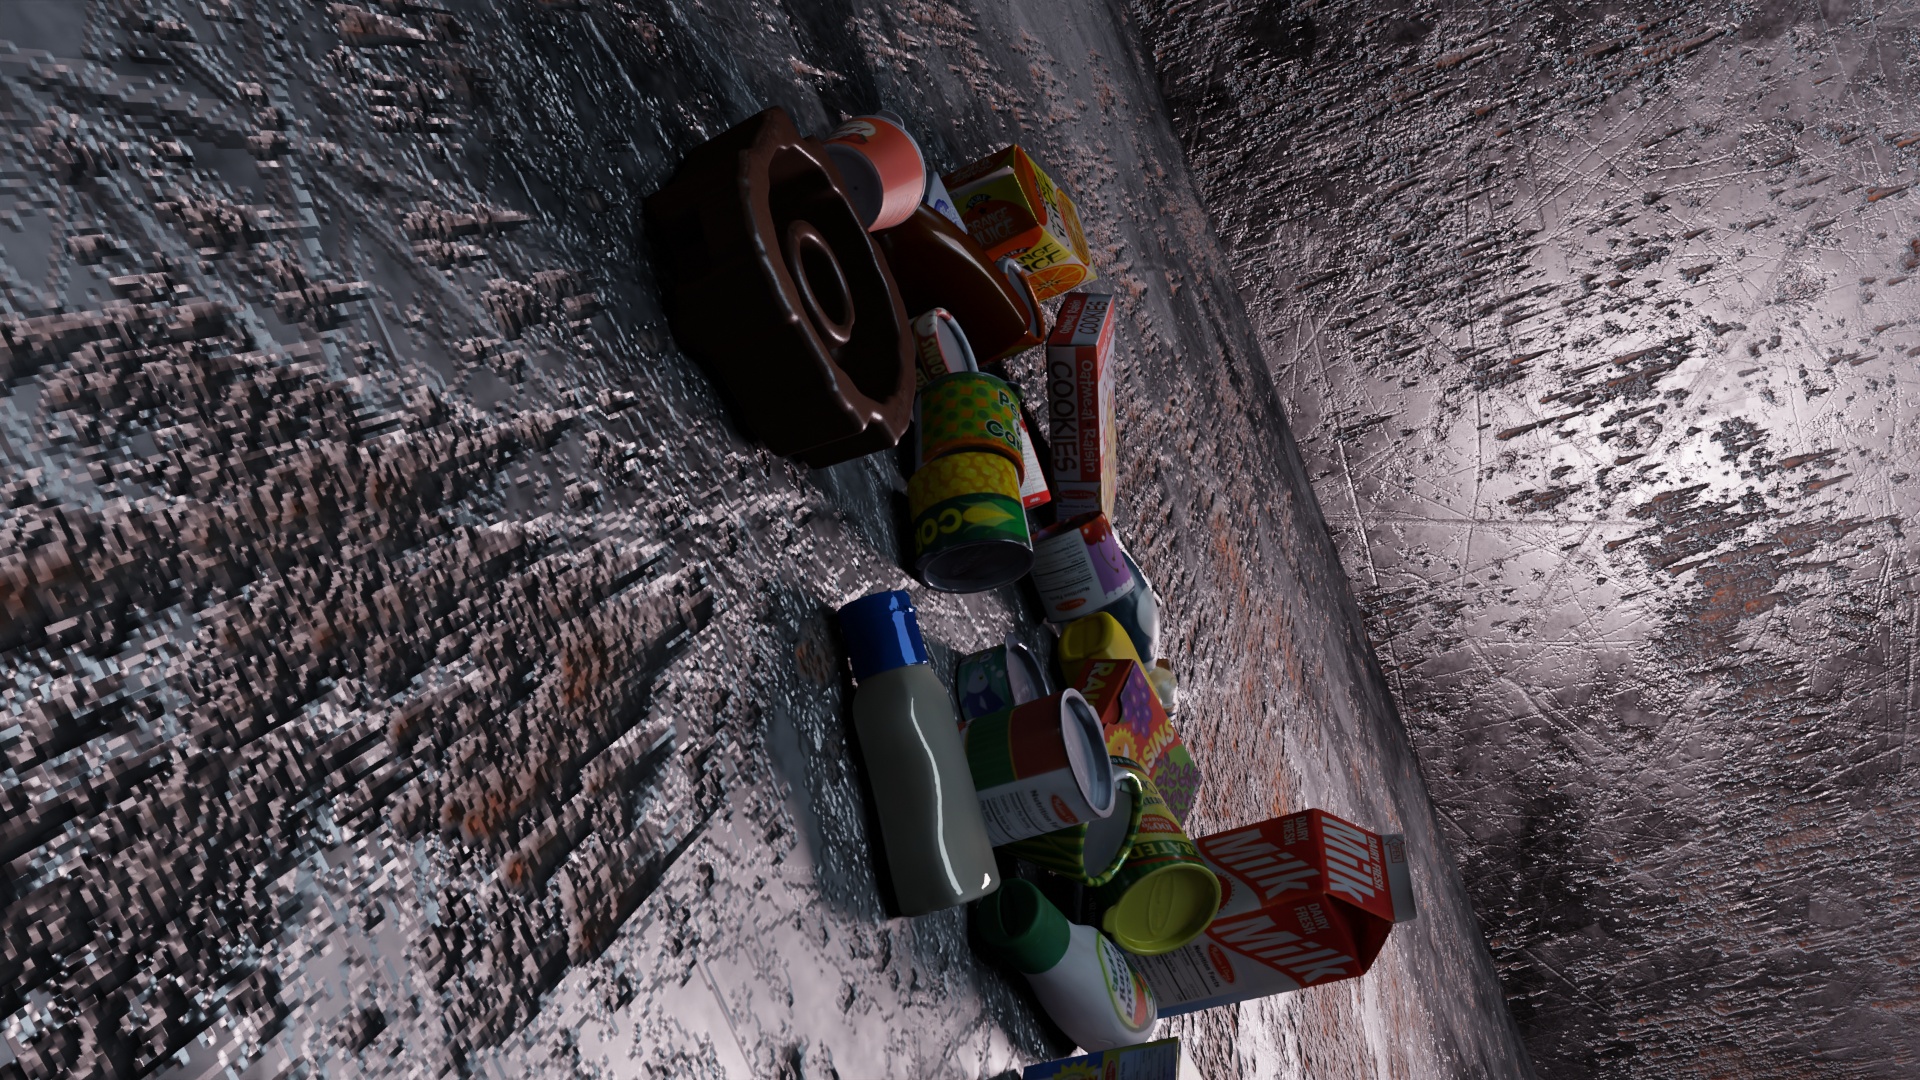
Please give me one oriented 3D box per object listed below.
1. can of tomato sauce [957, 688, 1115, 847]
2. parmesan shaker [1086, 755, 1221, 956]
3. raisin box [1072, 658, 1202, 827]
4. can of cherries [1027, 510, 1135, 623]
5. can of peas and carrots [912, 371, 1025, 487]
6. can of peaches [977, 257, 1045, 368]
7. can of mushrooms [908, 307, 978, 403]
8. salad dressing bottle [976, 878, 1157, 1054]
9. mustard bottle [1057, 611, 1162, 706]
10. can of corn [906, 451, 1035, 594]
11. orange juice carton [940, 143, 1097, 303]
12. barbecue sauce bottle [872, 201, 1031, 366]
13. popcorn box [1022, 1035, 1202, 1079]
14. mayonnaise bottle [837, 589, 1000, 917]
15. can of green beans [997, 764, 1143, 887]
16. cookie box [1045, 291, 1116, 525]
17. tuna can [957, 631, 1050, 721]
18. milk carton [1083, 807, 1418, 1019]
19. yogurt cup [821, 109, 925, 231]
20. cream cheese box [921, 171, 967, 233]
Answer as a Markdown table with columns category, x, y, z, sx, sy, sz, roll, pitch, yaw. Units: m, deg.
| category | x | y | z | sx | sy | sz | roll | pitch | yaw |
| --- | --- | --- | --- | --- | --- | --- | --- | --- | --- |
| can of tomato sauce | 0.028 | 0.117 | 0.706 | 0.071 | 0.083 | 0.071 | 53 | 26 | -40 |
| parmesan shaker | 0.097 | 0.181 | 0.809 | 0.071 | 0.071 | 0.103 | 57 | 1 | -33 |
| raisin box | 0.107 | 0.149 | 0.907 | 0.123 | 0.040 | 0.086 | 58 | 47 | -30 |
| can of cherries | 0.080 | 0.017 | 0.961 | 0.058 | 0.071 | 0.072 | 67 | 20 | -7 |
| can of peas and carrots | 0.007 | -0.059 | 0.835 | 0.070 | 0.071 | 0.059 | 49 | 29 | -45 |
| can of peaches | 0.022 | -0.158 | 0.986 | 0.071 | 0.058 | 0.071 | 53 | 26 | -39 |
| can of mushrooms | -0.016 | -0.111 | 0.881 | 0.071 | 0.033 | 0.071 | 54 | 26 | -40 |
| salad dressing bottle | 0.057 | 0.227 | 0.737 | 0.147 | 0.044 | 0.064 | 51 | 22 | -42 |
| mustard bottle | 0.119 | 0.127 | 0.985 | 0.159 | 0.049 | 0.065 | 61 | 20 | -25 |
| can of corn | 0.003 | -0.010 | 0.790 | 0.071 | 0.071 | 0.058 | 38 | 36 | -56 |
| orange juice carton | 0.040 | -0.251 | 1.100 | 0.193 | 0.071 | 0.073 | 14 | 59 | -67 |
| barbecue sauce bottle | -0.019 | -0.181 | 0.902 | 0.148 | 0.064 | 0.044 | 49 | 26 | -27 |
| popcorn box | 0.092 | 0.311 | 0.688 | 0.126 | 0.085 | 0.038 | 63 | 22 | -20 |
| mayonnaise bottle | -0.023 | 0.099 | 0.656 | 0.065 | 0.041 | 0.148 | 16 | 56 | -67 |
| can of green beans | 0.059 | 0.148 | 0.756 | 0.071 | 0.058 | 0.071 | -24 | 121 | -48 |
| cookie box | 0.093 | -0.091 | 1.056 | 0.123 | 0.040 | 0.166 | -68 | 156 | -61 |
| tuna can | 0.026 | 0.090 | 0.800 | 0.071 | 0.033 | 0.071 | 53 | 26 | -40 |
| milk carton | 0.175 | 0.222 | 0.832 | 0.073 | 0.190 | 0.073 | 61 | 22 | -25 |
| yogurt cup | -0.061 | -0.211 | 0.817 | 0.072 | 0.072 | 0.054 | 64 | 29 | -16 |
| cream cheese box | -0.020 | -0.214 | 0.979 | 0.053 | 0.024 | 0.104 | 57 | 24 | -31 |
